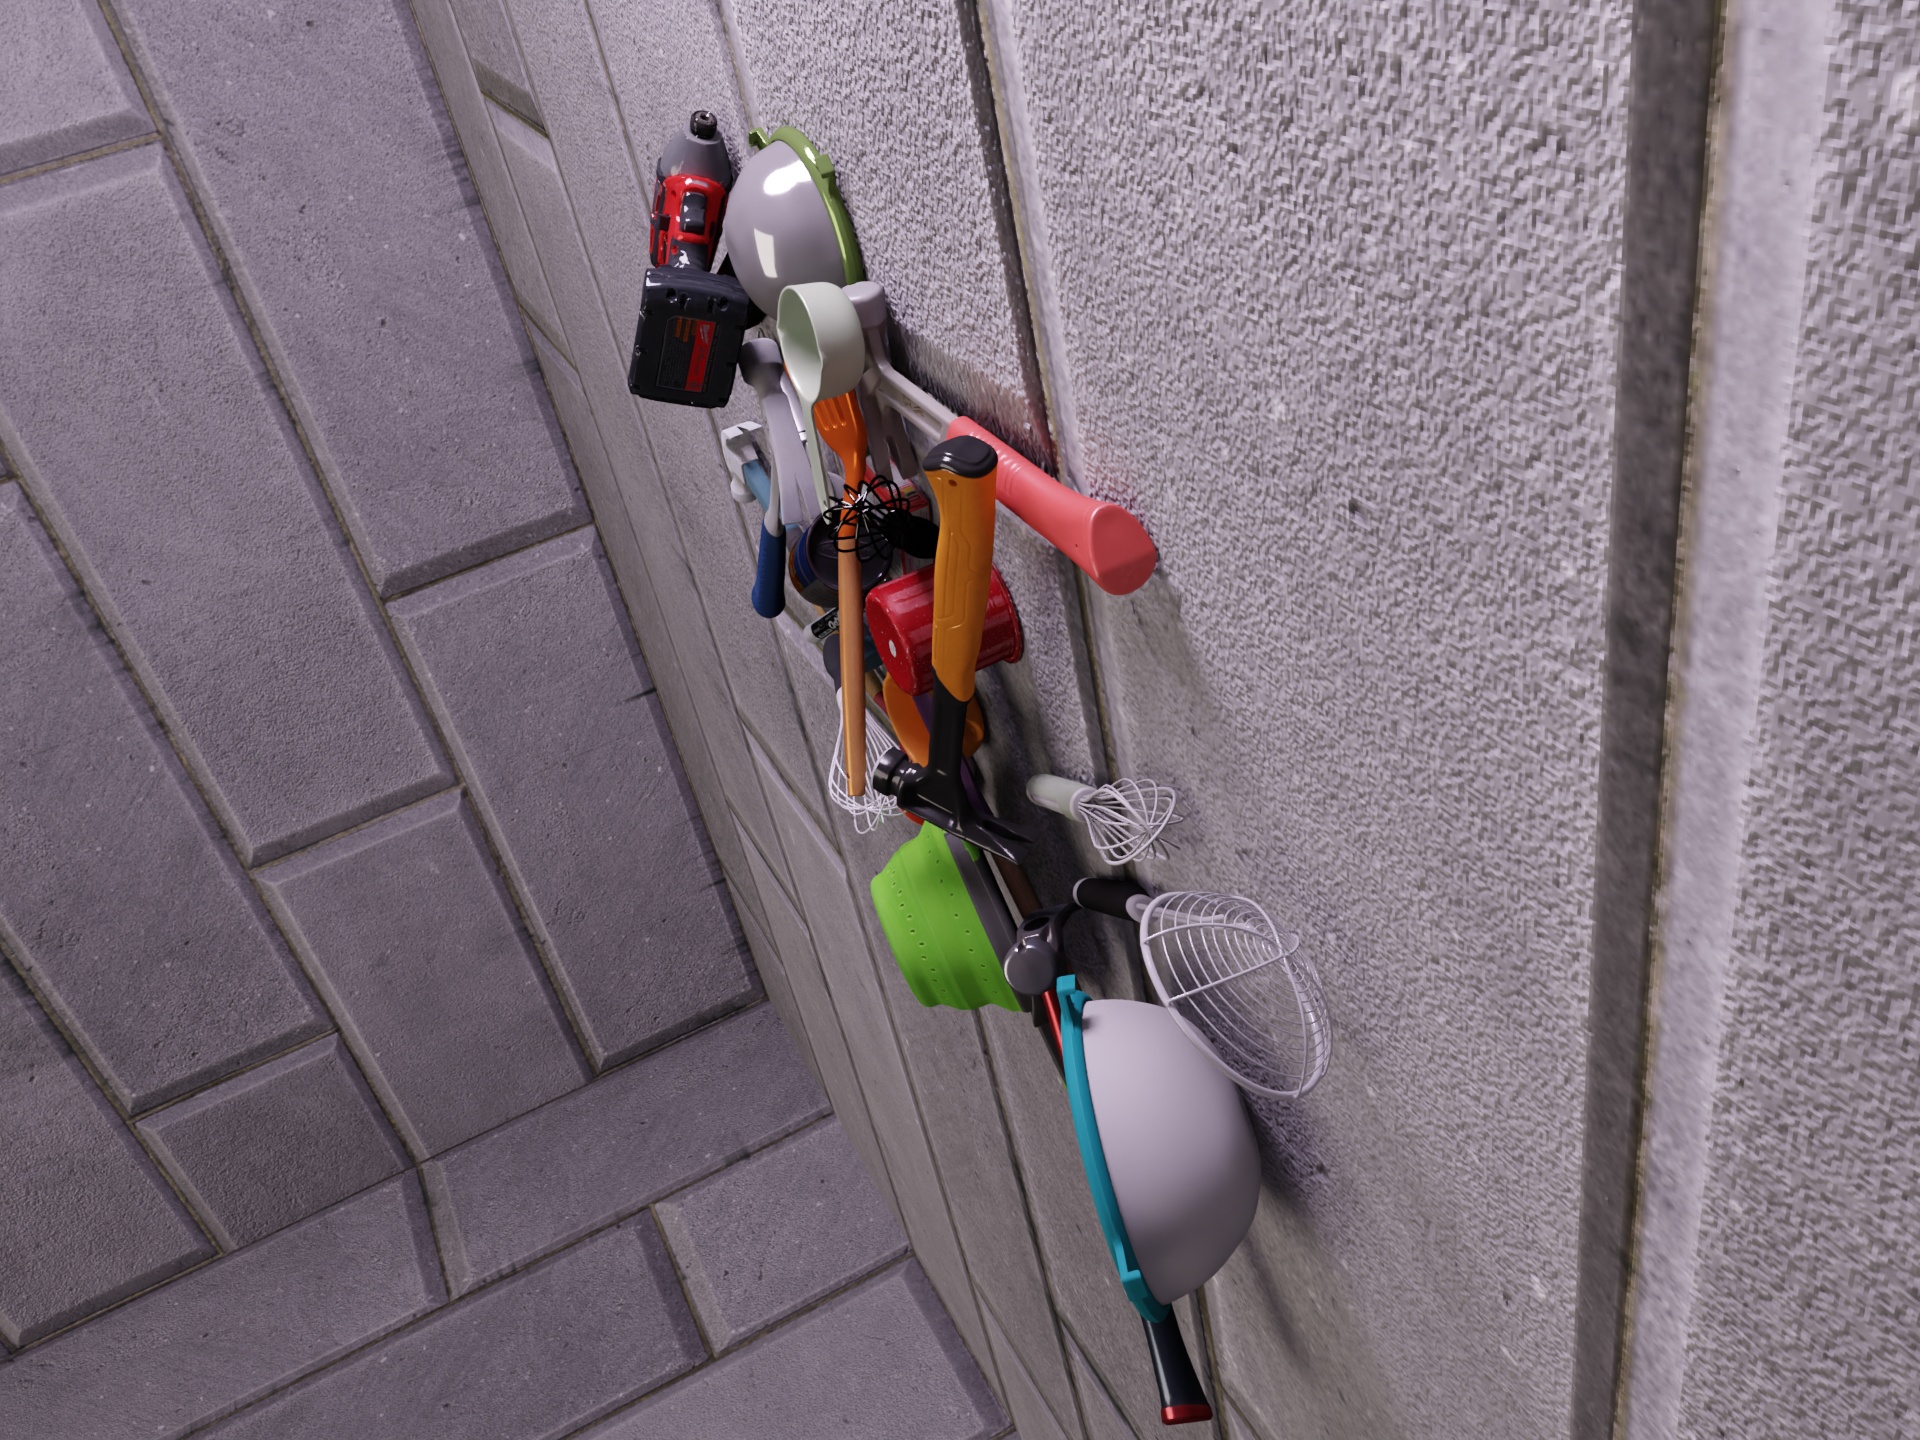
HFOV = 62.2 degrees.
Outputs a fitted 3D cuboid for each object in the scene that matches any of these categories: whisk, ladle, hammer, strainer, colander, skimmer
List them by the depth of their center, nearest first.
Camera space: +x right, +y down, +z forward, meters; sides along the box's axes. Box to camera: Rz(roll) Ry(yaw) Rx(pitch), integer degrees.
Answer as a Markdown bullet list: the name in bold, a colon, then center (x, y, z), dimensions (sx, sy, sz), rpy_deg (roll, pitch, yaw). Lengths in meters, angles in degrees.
- **skimmer**: center (0.116, 0.144, 0.970), dimensions (0.127, 0.090, 0.363), rpy_deg (36, 171, -10)
- **hammer**: center (0.014, -0.155, 0.979), dimensions (0.359, 0.036, 0.149), rpy_deg (47, 156, 51)
- **hammer**: center (0.003, -0.038, 1.004), dimensions (0.127, 0.034, 0.336), rpy_deg (27, 143, 18)
- **whisk**: center (0.085, 0.057, 1.037), dimensions (0.057, 0.059, 0.246), rpy_deg (41, 174, -12)
- **whisk**: center (-0.041, -0.125, 1.052), dimensions (0.055, 0.055, 0.239), rpy_deg (65, -170, 3)
- **strainer**: center (0.158, 0.290, 1.076), dimensions (0.340, 0.095, 0.211), rpy_deg (51, -156, -62)
- **strainer**: center (-0.119, -0.293, 1.156), dimensions (0.152, 0.069, 0.256), rpy_deg (45, 153, 53)
- **hammer**: center (0.115, 0.324, 1.159), dimensions (0.143, 0.038, 0.386), rpy_deg (-34, -73, -73)
- **colander**: center (0.016, 0.214, 1.294), dimensions (0.205, 0.094, 0.396), rpy_deg (-115, 1, -50)
- **whisk**: center (-0.087, -0.002, 1.328), dimensions (0.285, 0.070, 0.070), rpy_deg (-109, 5, -57)
- **strainer**: center (-0.127, -0.229, 1.338), dimensions (0.086, 0.050, 0.259), rpy_deg (114, 137, -62)
- **hammer**: center (-0.163, -0.171, 1.395), dimensions (0.405, 0.035, 0.144), rpy_deg (116, 138, -72)
- **ladle**: center (-0.085, -0.040, 1.502), dimensions (0.316, 0.031, 0.069), rpy_deg (55, 161, 40)
- **hammer**: center (-0.155, -0.167, 1.535), dimensions (0.331, 0.033, 0.128), rpy_deg (56, 163, 32)

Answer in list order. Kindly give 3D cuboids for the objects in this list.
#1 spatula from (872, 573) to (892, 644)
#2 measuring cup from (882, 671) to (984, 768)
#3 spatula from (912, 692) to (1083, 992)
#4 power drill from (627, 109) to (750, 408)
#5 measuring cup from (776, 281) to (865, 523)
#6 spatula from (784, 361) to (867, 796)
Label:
- **spatula**: center (-0.071, -0.106, 1.310), dimensions (0.044, 0.082, 0.318), rpy_deg (-66, 25, 9)
- **measuring cup**: center (-0.002, -0.004, 1.231), dimensions (0.174, 0.052, 0.095), rpy_deg (4, 118, 66)
- **spatula**: center (0.029, 0.097, 1.207), dimensions (0.315, 0.018, 0.060), rpy_deg (63, 167, -17)
- **power drill**: center (-0.210, -0.363, 1.240), dimensions (0.143, 0.078, 0.220), rpy_deg (116, 155, -50)
- **measuring cup**: center (-0.086, -0.212, 1.072), dimensions (0.083, 0.038, 0.167), rpy_deg (45, 148, 51)
- **spatula**: center (-0.087, -0.106, 1.135), dimensions (0.081, 0.041, 0.322), rpy_deg (3, 95, 58)
